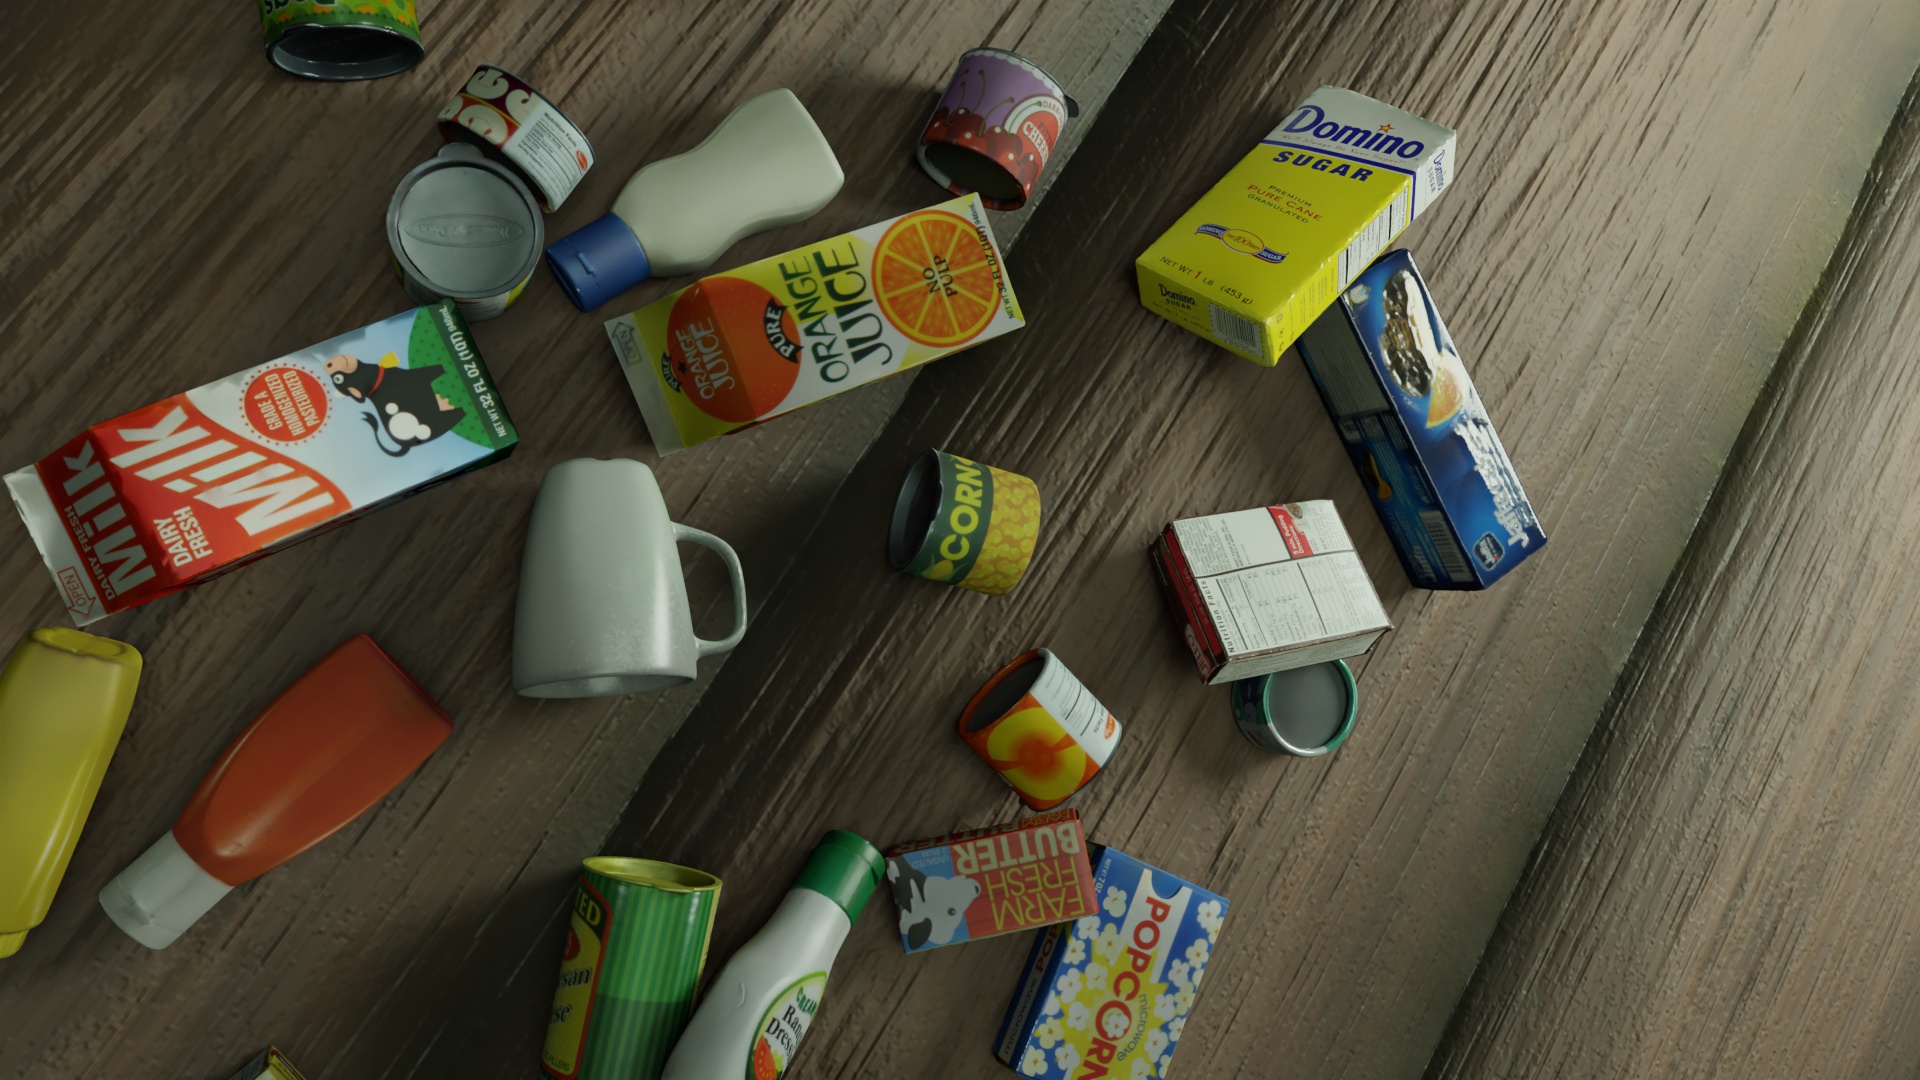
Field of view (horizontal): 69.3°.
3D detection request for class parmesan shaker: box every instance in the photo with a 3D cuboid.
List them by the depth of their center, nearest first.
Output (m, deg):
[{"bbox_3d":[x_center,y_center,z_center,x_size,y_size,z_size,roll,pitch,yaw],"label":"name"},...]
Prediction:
[{"bbox_3d":[-0.153,0.206,0.646,0.071,0.071,0.103,13,83,-20],"label":"parmesan shaker"}]

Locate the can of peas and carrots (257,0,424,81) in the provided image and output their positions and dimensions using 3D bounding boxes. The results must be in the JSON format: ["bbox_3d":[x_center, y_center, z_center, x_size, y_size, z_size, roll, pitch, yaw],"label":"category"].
[{"bbox_3d":[-0.281,-0.246,0.623,0.071,0.071,0.058,-9,90,-21],"label":"can of peas and carrots"}]

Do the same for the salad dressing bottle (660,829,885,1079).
[{"bbox_3d":[-0.084,0.205,0.660,0.064,0.044,0.148,81,30,-42],"label":"salad dressing bottle"}]

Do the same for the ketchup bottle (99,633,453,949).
[{"bbox_3d":[-0.301,0.112,0.610,0.149,0.043,0.064,-44,101,-17],"label":"ketchup bottle"}]

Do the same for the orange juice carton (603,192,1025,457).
[{"bbox_3d":[-0.073,-0.106,0.693,0.193,0.073,0.071,-22,96,-20],"label":"orange juice carton"}]

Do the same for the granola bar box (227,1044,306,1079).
[{"bbox_3d":[-0.297,0.327,0.602,0.124,0.039,0.165,-41,101,-18],"label":"granola bar box"}]

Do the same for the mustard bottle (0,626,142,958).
[{"bbox_3d":[-0.387,0.117,0.567,0.049,0.065,0.160,22,83,-23],"label":"mustard bottle"}]

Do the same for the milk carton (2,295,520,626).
[{"bbox_3d":[-0.298,-0.034,0.603,0.191,0.073,0.072,-25,97,-20],"label":"milk carton"}]

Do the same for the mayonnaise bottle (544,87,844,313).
[{"bbox_3d":[-0.133,-0.165,0.691,0.148,0.041,0.064,-35,98,-18],"label":"mayonnaise bottle"}]

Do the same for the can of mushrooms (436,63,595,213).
[{"bbox_3d":[-0.210,-0.188,0.651,0.071,0.071,0.033,36,77,-16],"label":"can of mushrooms"}]

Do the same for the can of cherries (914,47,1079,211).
[{"bbox_3d":[0.019,-0.216,0.736,0.071,0.071,0.058,29,78,-17],"label":"can of cherries"}]

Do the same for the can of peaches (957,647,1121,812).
[{"bbox_3d":[0.039,0.100,0.729,0.058,0.071,0.071,47,73,-13],"label":"can of peaches"}]

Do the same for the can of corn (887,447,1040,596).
[{"bbox_3d":[0.003,-0.009,0.717,0.058,0.071,0.071,16,82,-20],"label":"can of corn"}]

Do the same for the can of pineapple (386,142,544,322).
[{"bbox_3d":[-0.229,-0.140,0.643,0.071,0.058,0.071,1,87,-21],"label":"can of pineapple"}]

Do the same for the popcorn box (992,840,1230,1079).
[{"bbox_3d":[0.082,0.237,0.752,0.085,0.038,0.127,27,78,-16],"label":"popcorn box"}]

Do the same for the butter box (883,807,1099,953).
[{"bbox_3d":[0.016,0.176,0.718,0.103,0.024,0.053,-13,92,3],"label":"butter box"}]

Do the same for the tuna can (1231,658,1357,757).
[{"bbox_3d":[0.195,0.090,0.806,0.071,0.033,0.071,1,87,-21],"label":"tuna can"}]
